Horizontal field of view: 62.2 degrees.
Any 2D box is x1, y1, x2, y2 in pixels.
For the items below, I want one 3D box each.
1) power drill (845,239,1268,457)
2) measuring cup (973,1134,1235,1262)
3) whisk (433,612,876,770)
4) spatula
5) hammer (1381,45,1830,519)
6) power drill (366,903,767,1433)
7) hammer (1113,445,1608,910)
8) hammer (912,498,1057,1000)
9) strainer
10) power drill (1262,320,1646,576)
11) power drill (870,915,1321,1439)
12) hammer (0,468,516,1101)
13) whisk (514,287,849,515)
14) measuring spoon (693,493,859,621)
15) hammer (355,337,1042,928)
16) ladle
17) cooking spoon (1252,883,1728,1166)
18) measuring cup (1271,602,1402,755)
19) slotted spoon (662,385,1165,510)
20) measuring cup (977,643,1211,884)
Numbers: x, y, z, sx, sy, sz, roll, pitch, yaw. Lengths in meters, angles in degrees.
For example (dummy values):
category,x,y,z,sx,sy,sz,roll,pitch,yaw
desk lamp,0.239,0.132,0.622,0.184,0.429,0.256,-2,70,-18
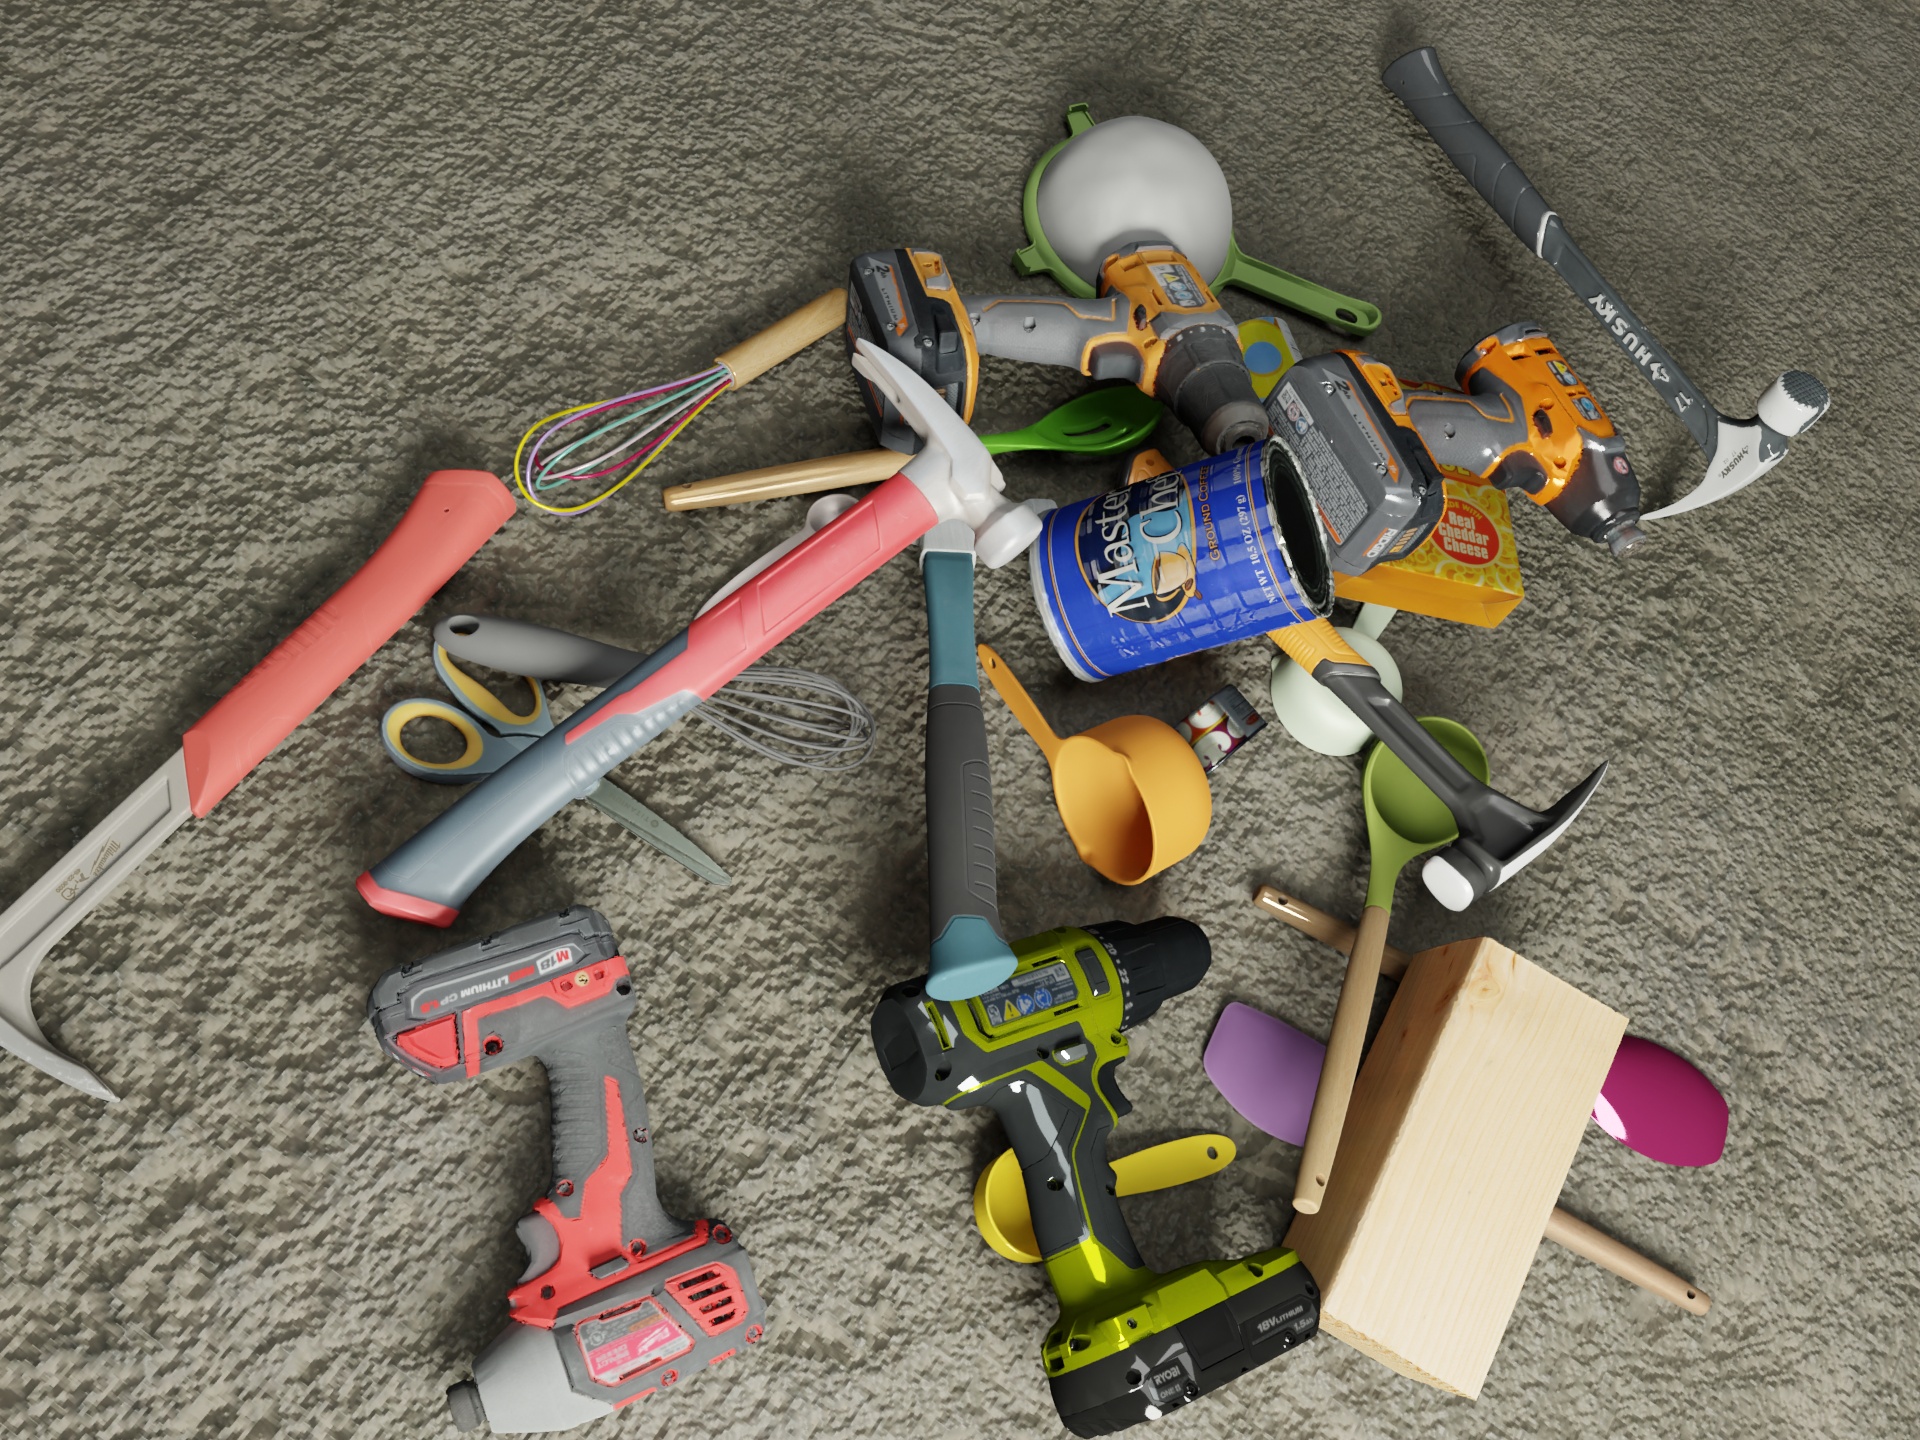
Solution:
category,x,y,z,sx,sy,sz,roll,pitch,yaw
power drill,0.060,-0.210,0.934,0.226,0.084,0.186,-7,47,-14
measuring cup,0.076,0.242,0.831,0.156,0.029,0.062,-5,67,-30
whisk,-0.159,-0.019,0.845,0.239,0.055,0.055,13,66,-11
spatula,0.275,0.252,0.880,0.316,0.018,0.060,28,69,-2
hammer,0.416,-0.318,1.100,0.036,0.149,0.409,-20,67,-22
power drill,-0.192,0.210,0.738,0.143,0.078,0.220,-19,78,-21
hammer,0.214,-0.047,0.927,0.127,0.034,0.337,-31,66,-24
hammer,-0.001,-0.003,0.843,0.128,0.033,0.331,3,50,-7
strainer,0.170,-0.323,1.046,0.256,0.069,0.152,21,65,-5
power drill,0.304,-0.154,0.950,0.226,0.084,0.164,-13,65,-28
power drill,0.080,0.209,0.785,0.190,0.080,0.229,-12,68,-31
hammer,-0.348,0.007,0.793,0.149,0.036,0.359,38,65,1
whisk,-0.155,-0.195,0.923,0.047,0.051,0.245,45,62,11
measuring spoon,-0.104,-0.086,0.911,0.124,0.018,0.034,-41,62,-19
hammer,-0.145,-0.040,0.810,0.386,0.038,0.143,-39,85,-16
ladle,0.228,0.121,0.859,0.078,0.062,0.320,37,49,-11
cooking spoon,0.310,0.171,0.921,0.319,0.017,0.069,27,64,-5
measuring cup,0.254,-0.054,0.982,0.083,0.038,0.168,35,65,0
slotted spoon,-0.022,-0.158,0.950,0.313,0.031,0.070,-13,36,-16
measuring cup,0.075,0.011,0.894,0.052,0.095,0.174,-21,58,-27
